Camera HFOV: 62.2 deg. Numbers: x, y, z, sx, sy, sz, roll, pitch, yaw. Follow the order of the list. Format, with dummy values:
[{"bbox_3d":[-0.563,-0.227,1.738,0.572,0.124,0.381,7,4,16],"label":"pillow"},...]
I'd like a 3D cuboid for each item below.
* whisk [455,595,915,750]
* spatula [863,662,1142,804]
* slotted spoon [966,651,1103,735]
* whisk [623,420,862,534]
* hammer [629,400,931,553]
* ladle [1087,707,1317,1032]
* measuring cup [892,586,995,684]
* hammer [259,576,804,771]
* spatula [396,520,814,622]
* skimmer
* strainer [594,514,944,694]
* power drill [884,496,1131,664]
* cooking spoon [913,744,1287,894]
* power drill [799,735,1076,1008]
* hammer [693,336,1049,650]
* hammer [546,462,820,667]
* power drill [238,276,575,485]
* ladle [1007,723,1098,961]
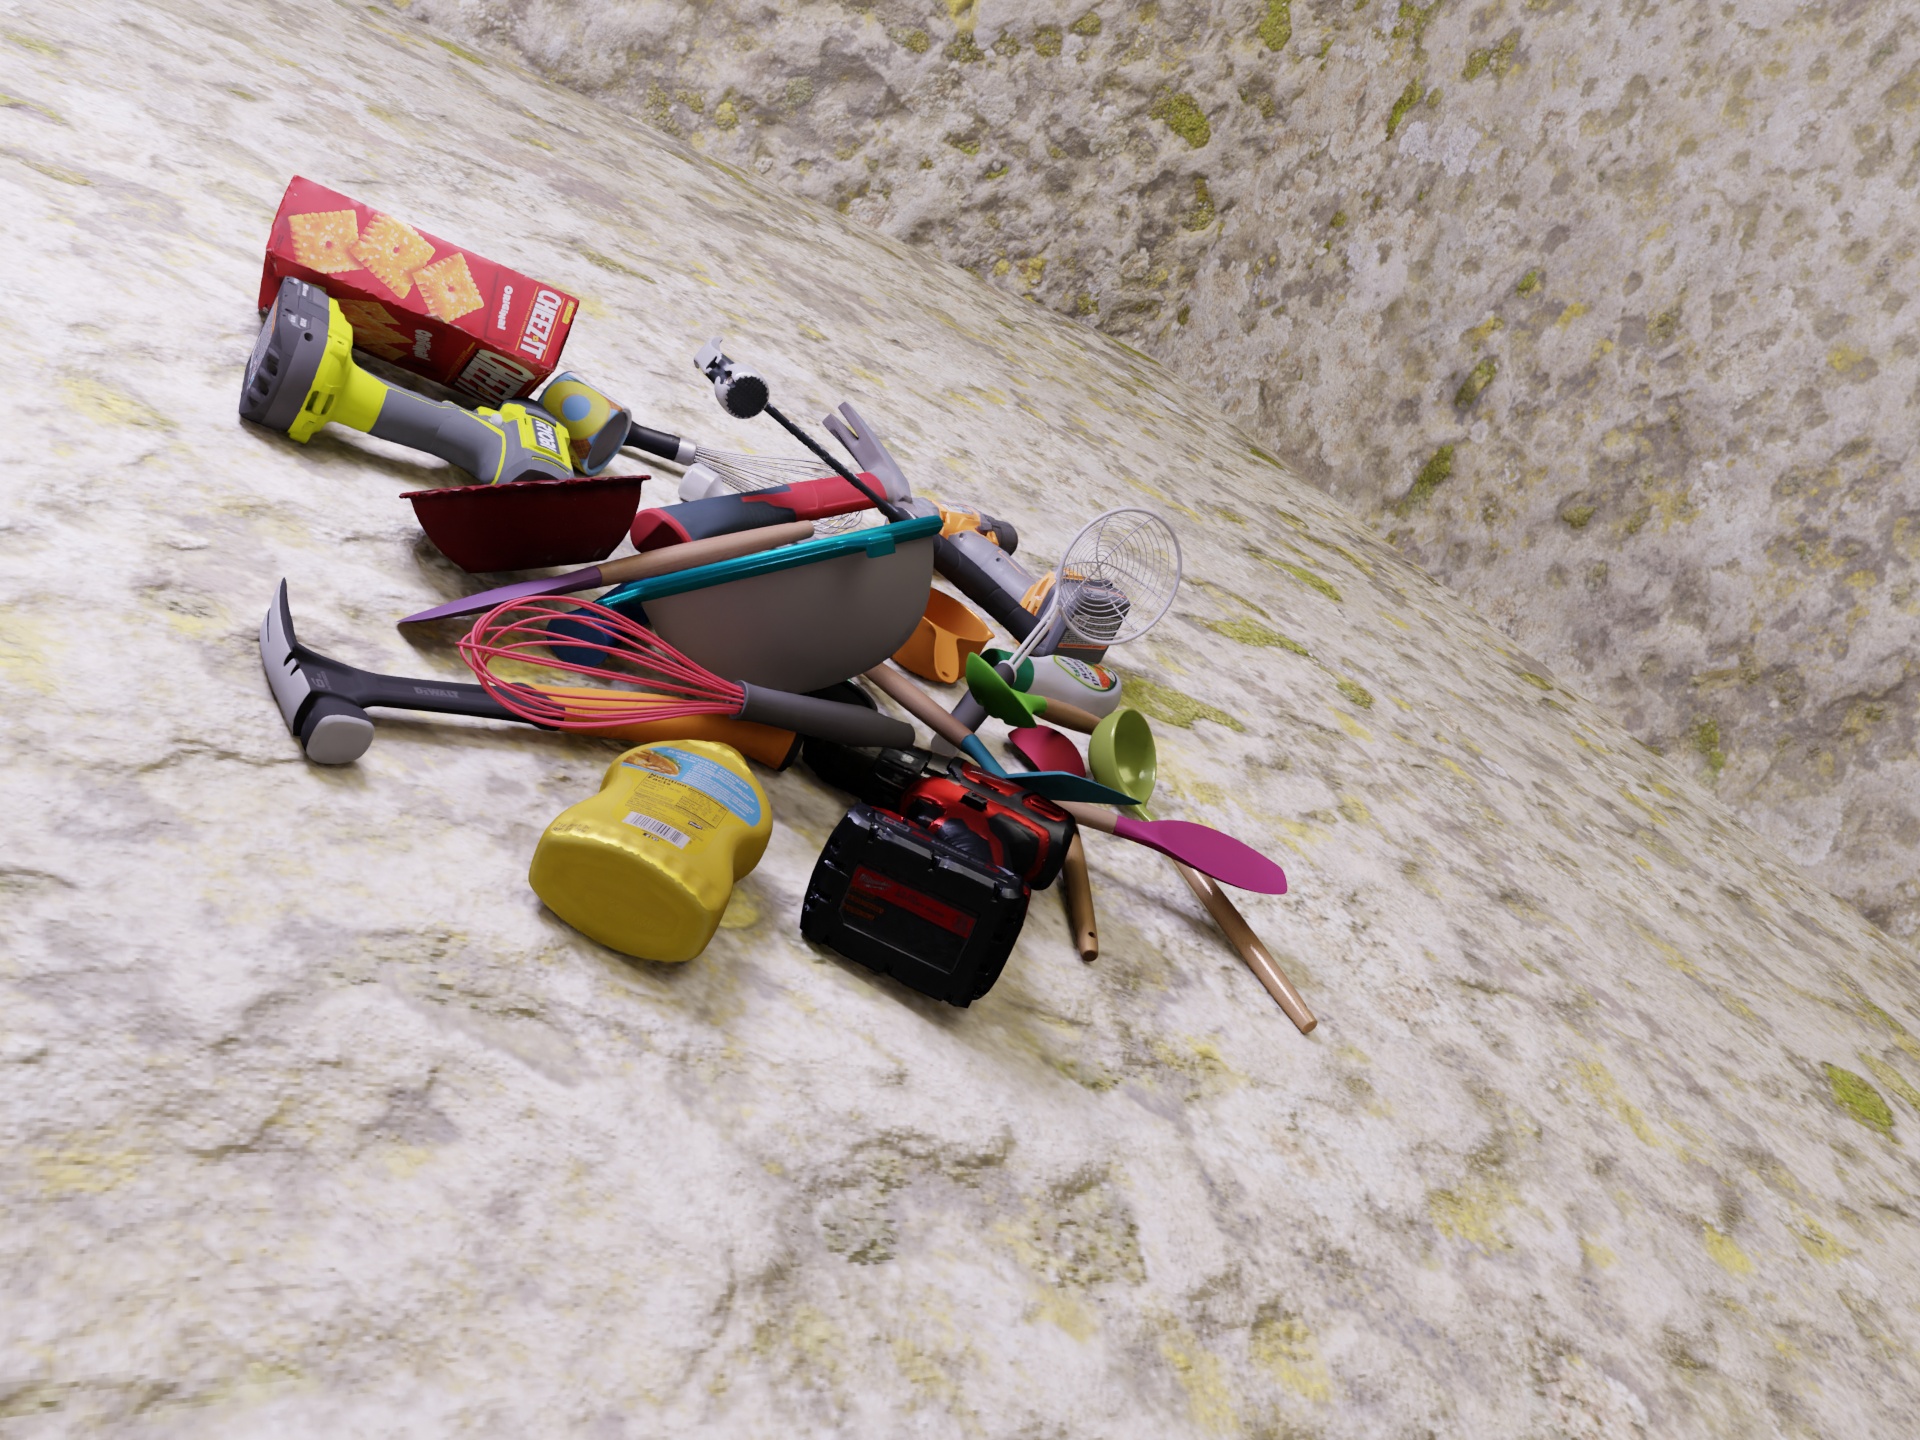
[{"bbox_3d":[-0.145,-0.016,0.912,0.295,0.073,0.073,13,28,-37],"label":"whisk"},{"bbox_3d":[-0.002,-0.004,1.149,0.082,0.044,0.318,22,11,-45],"label":"spatula"},{"bbox_3d":[0.070,-0.007,1.234,0.070,0.031,0.313,47,11,19],"label":"slotted spoon"},{"bbox_3d":[-0.216,-0.230,1.422,0.284,0.070,0.070,17,25,-23],"label":"whisk"},{"bbox_3d":[-0.149,-0.186,1.286,0.143,0.038,0.386,55,27,4],"label":"hammer"},{"bbox_3d":[0.185,0.106,1.206,0.078,0.062,0.321,40,12,-46],"label":"ladle"},{"bbox_3d":[-0.023,-0.051,1.282,0.095,0.052,0.174,26,24,-14],"label":"measuring cup"},{"bbox_3d":[-0.233,-0.010,0.934,0.336,0.034,0.127,9,31,-45],"label":"hammer"},{"bbox_3d":[-0.219,-0.099,1.041,0.060,0.018,0.316,0,15,46],"label":"spatula"},{"bbox_3d":[0.086,-0.065,1.305,0.090,0.127,0.363,4,30,25],"label":"skimmer"},{"bbox_3d":[-0.091,-0.076,1.096,0.211,0.095,0.340,-11,5,14],"label":"strainer"},{"bbox_3d":[0.056,-0.143,1.557,0.226,0.084,0.185,37,20,27],"label":"power drill"},{"bbox_3d":[0.086,0.067,1.142,0.319,0.017,0.069,19,27,-5],"label":"cooking spoon"},{"bbox_3d":[-0.030,0.070,0.972,0.188,0.080,0.227,25,17,3],"label":"power drill"},{"bbox_3d":[-0.061,-0.173,1.296,0.408,0.036,0.149,37,8,-37],"label":"hammer"},{"bbox_3d":[-0.204,-0.113,1.196,0.144,0.035,0.406,30,21,-1],"label":"hammer"},{"bbox_3d":[-0.392,-0.226,1.151,0.223,0.080,0.171,22,22,-31],"label":"power drill"},{"bbox_3d":[0.076,0.078,1.162,0.069,0.031,0.316,24,24,-14],"label":"ladle"}]
